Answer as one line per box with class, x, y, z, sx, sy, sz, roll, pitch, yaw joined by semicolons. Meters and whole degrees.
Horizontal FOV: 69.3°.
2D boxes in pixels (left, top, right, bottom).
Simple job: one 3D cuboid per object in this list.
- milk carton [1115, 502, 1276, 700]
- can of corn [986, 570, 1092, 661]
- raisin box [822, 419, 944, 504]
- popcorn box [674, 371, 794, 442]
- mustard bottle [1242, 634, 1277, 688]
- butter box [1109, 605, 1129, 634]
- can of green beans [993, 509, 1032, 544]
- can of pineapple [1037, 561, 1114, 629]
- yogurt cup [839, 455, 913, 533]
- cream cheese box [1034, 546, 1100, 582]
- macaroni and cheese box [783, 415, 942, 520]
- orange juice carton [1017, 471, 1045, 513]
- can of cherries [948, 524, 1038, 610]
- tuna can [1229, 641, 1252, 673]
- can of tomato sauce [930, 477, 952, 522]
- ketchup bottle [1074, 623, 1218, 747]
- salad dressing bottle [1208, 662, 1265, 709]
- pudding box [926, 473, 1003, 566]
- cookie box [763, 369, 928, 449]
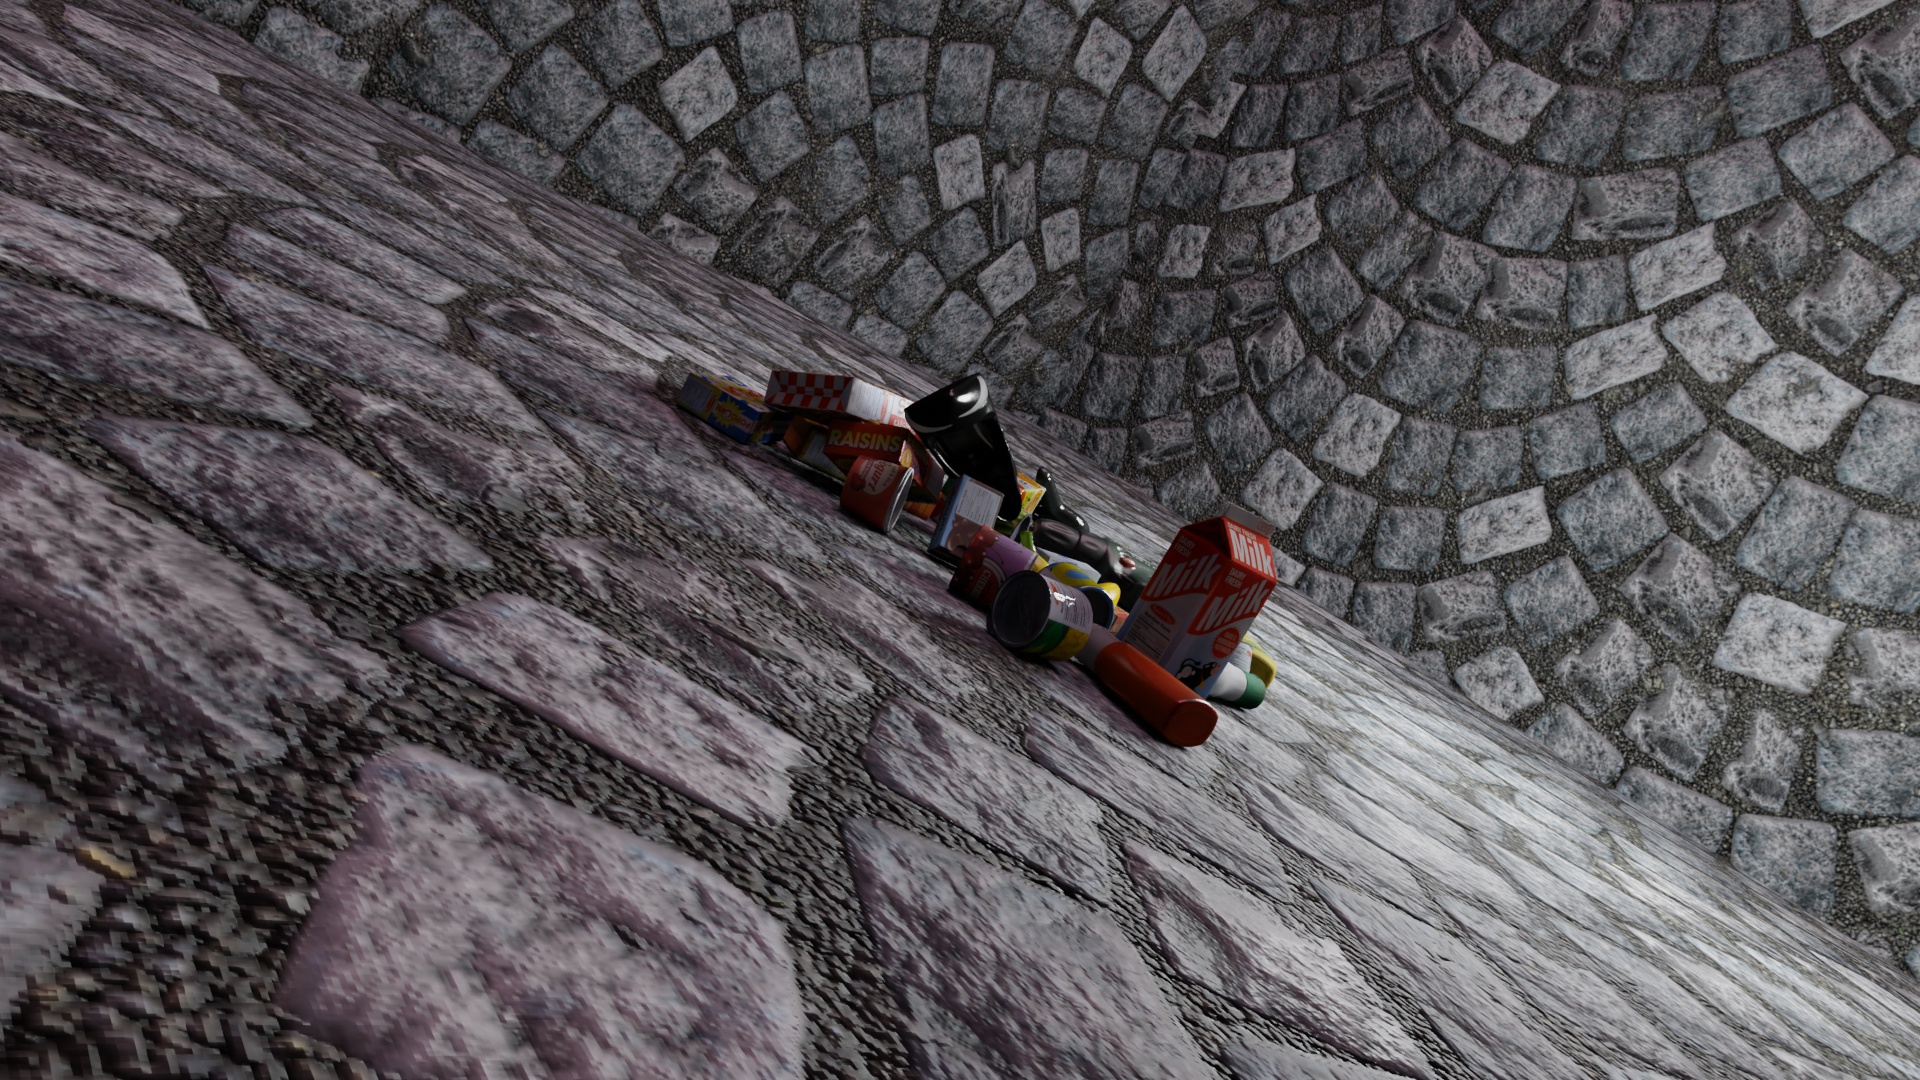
milk carton;0.215;0.058;1.251;0.072;0.190;0.073;22;11;-39
can of corn;0.067;0.065;1.165;0.058;0.071;0.071;23;11;-42
raisin box;-0.076;-0.079;1.409;0.086;0.040;0.123;8;-16;20
popcorn box;-0.232;-0.137;1.441;0.085;0.038;0.127;31;9;6
mustard bottle;0.327;0.135;1.630;0.065;0.048;0.160;30;9;-4
butter box;0.134;0.066;1.496;0.104;0.024;0.053;34;10;28
can of green beans;0.036;-0.014;1.503;0.058;0.071;0.071;31;9;14
can of pineapple;0.103;0.061;1.285;0.071;0.071;0.058;24;11;-30
yogurt cup;-0.081;-0.047;1.334;0.054;0.072;0.072;22;8;4
cream cheese box;0.098;0.043;1.417;0.024;0.053;0.104;35;10;36
macaroni and cheese box;-0.113;-0.090;1.546;0.166;0.040;0.124;25;11;-25
orange juice carton;0.041;-0.050;1.696;0.072;0.073;0.193;32;9;10
can of cherries;0.029;0.028;1.246;0.058;0.071;0.071;30;8;4
tuna can;0.277;0.127;1.496;0.071;0.033;0.071;12;-18;4
can of tomato sauce;0.011;-0.050;1.566;0.071;0.083;0.071;29;8;-5
ketchup bottle;0.151;0.119;1.184;0.064;0.043;0.149;23;10;-40
salad dressing bottle;0.257;0.138;1.416;0.147;0.044;0.064;24;5;-40
pudding box;0.005;-0.017;1.364;0.049;0.084;0.030;26;-24;-18
cookie box;-0.101;-0.135;1.448;0.123;0.040;0.167;10;-5;40
